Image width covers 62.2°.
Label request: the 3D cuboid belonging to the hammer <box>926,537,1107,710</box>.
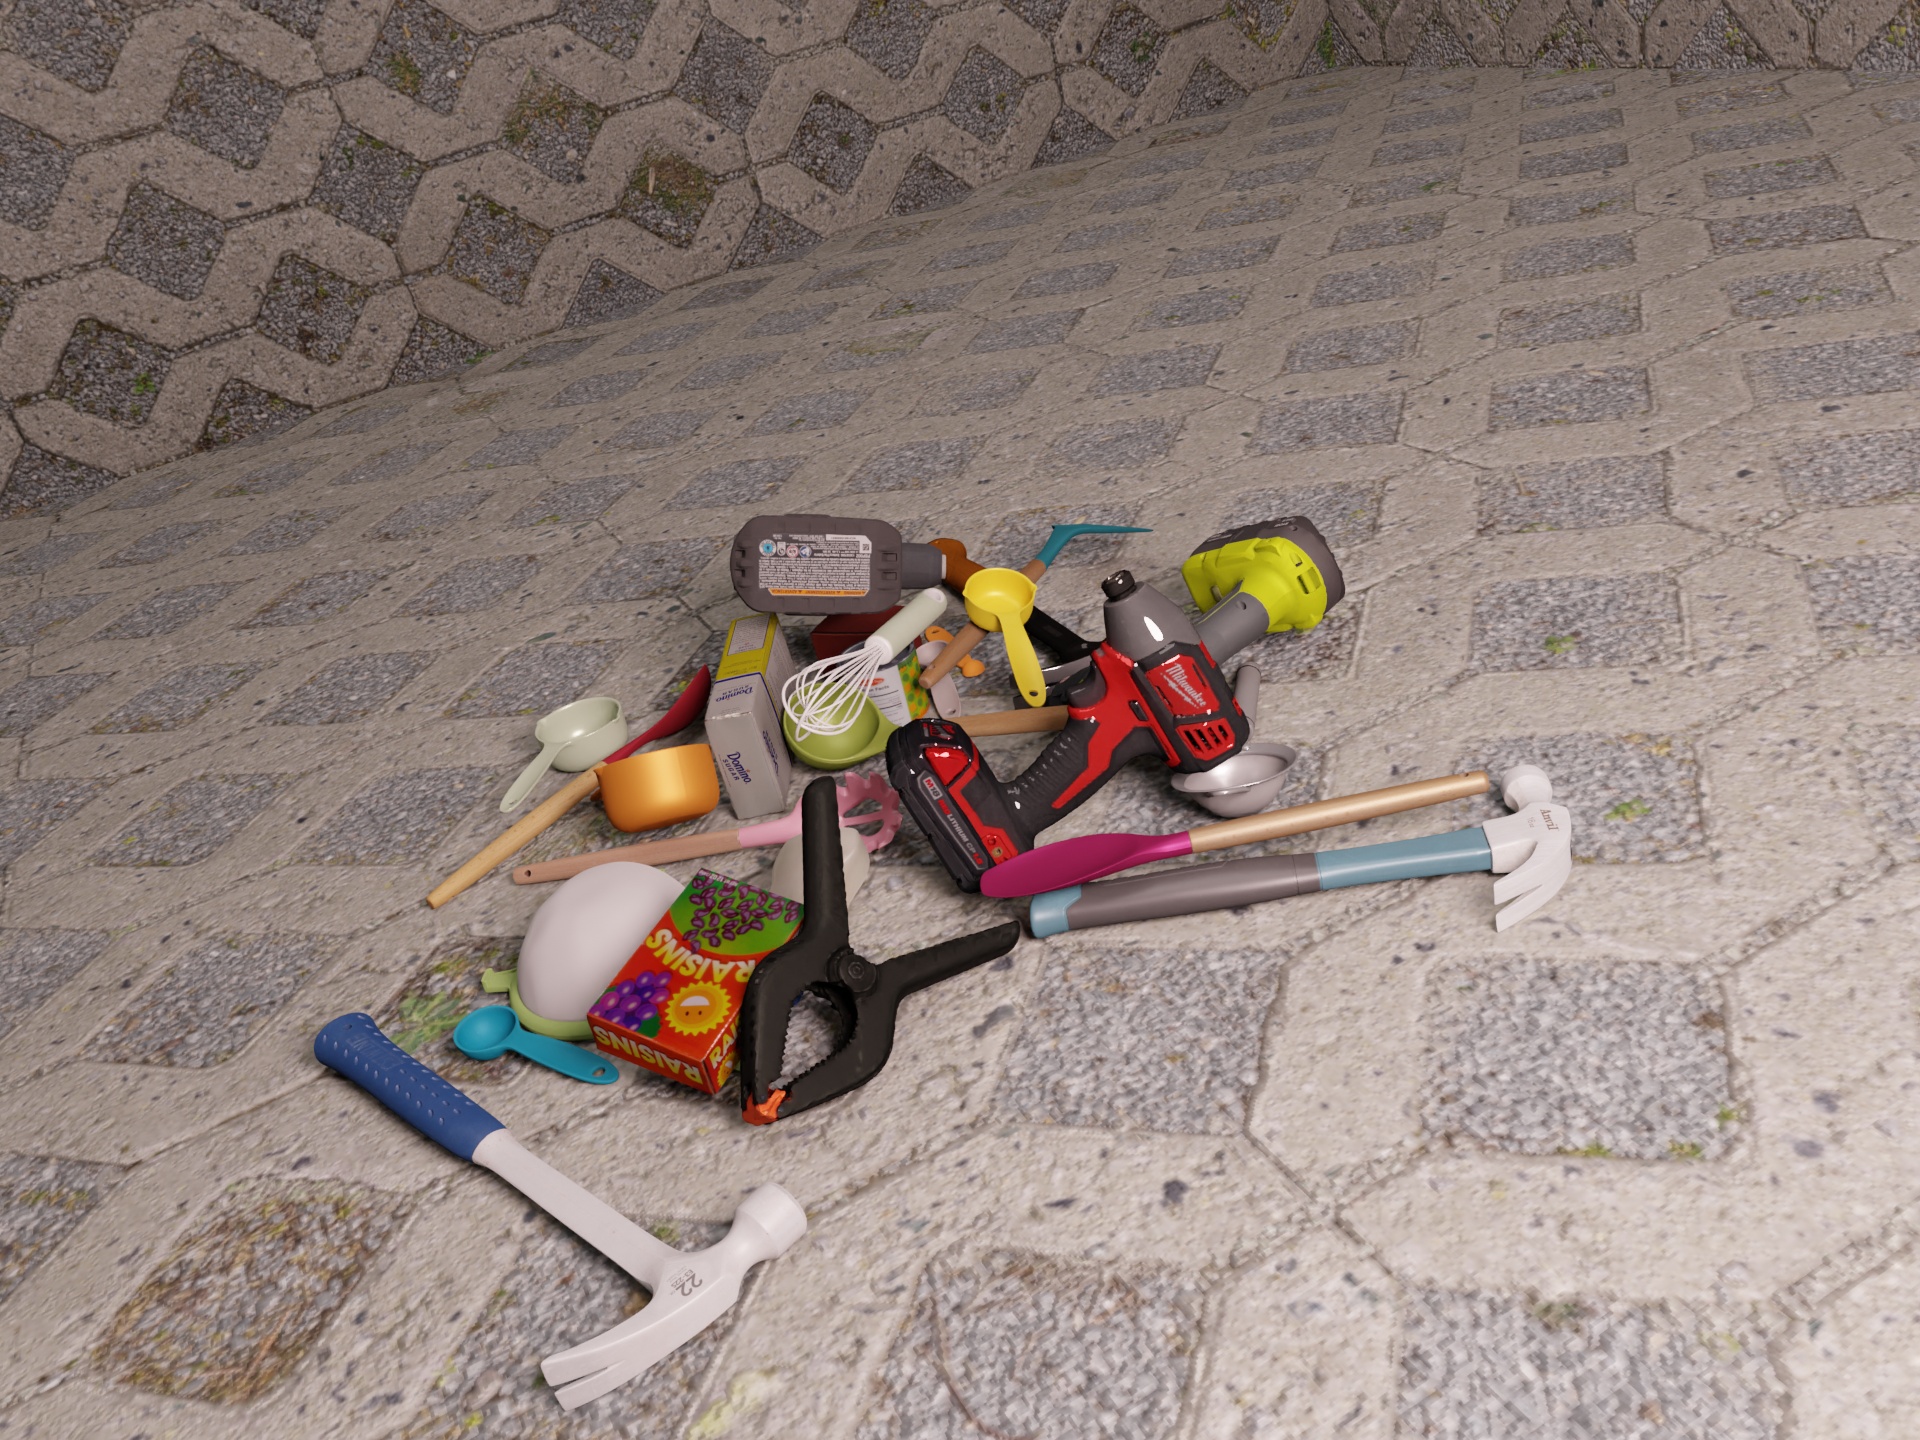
[{"bbox_3d":[0.035,-0.099,1.409,0.127,0.034,0.337,-22,29,-16],"label":"hammer"}]

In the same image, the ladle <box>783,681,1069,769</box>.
[{"bbox_3d":[-0.002,-0.004,1.177,0.320,0.062,0.078,-5,42,37],"label":"ladle"}]

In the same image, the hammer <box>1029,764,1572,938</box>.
[{"bbox_3d":[0.206,0.095,0.981,0.331,0.033,0.128,-9,28,10],"label":"hammer"}]

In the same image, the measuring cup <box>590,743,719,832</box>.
[{"bbox_3d":[-0.247,0.064,1.228,0.095,0.052,0.173,-10,-9,-35],"label":"measuring cup"}]

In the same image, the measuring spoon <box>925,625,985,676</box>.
[{"bbox_3d":[-0.007,-0.064,1.387,0.021,0.011,0.117,-22,29,-13],"label":"measuring spoon"}]

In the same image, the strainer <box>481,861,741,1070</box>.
[{"bbox_3d":[-0.206,0.153,1.030,0.151,0.069,0.256,-32,31,-29],"label":"strainer"}]

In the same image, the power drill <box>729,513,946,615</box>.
[{"bbox_3d":[-0.104,-0.133,1.359,0.190,0.080,0.228,1,6,-3],"label":"power drill"}]

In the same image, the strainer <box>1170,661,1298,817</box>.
[{"bbox_3d":[0.200,0.012,1.126,0.087,0.050,0.258,-10,23,18],"label":"strainer"}]

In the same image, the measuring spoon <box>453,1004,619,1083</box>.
[{"bbox_3d":[-0.267,0.215,1.012,0.129,0.021,0.042,13,39,26],"label":"measuring spoon"}]

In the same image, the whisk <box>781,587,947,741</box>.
[{"bbox_3d":[-0.067,-0.050,1.230,0.058,0.059,0.246,32,34,8],"label":"whisk"}]

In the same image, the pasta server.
[{"bbox_3d":[-0.189,0.090,1.170,0.316,0.060,0.040,-10,-12,13],"label":"pasta server"}]

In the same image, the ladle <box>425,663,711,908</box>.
[{"bbox_3d":[-0.309,0.052,1.299,0.315,0.031,0.069,-43,-2,-36],"label":"ladle"}]

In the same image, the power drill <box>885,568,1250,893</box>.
[{"bbox_3d":[0.066,0.005,1.047,0.219,0.143,0.079,-30,16,6],"label":"power drill"}]

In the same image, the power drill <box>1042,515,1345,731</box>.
[{"bbox_3d":[0.173,-0.061,1.207,0.223,0.080,0.171,-40,19,-30],"label":"power drill"}]

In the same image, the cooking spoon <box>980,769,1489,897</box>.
[{"bbox_3d":[0.168,0.071,0.988,0.319,0.017,0.069,-13,17,5],"label":"cooking spoon"}]

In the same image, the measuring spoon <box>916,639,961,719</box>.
[{"bbox_3d":[-0.015,-0.028,1.330,0.034,0.018,0.124,-20,35,1],"label":"measuring spoon"}]

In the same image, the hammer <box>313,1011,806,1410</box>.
[{"bbox_3d":[-0.270,0.253,0.917,0.406,0.035,0.144,15,40,42],"label":"hammer"}]

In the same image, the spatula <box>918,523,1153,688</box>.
[{"bbox_3d":[0.058,-0.109,1.359,0.082,0.044,0.317,10,40,34],"label":"spatula"}]

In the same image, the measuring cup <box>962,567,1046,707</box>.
[{"bbox_3d":[0.041,-0.060,1.260,0.062,0.029,0.157,-6,48,-11],"label":"measuring cup"}]

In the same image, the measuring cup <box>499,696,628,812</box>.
[{"bbox_3d":[-0.336,0.039,1.333,0.083,0.038,0.168,-3,32,21],"label":"measuring cup"}]
